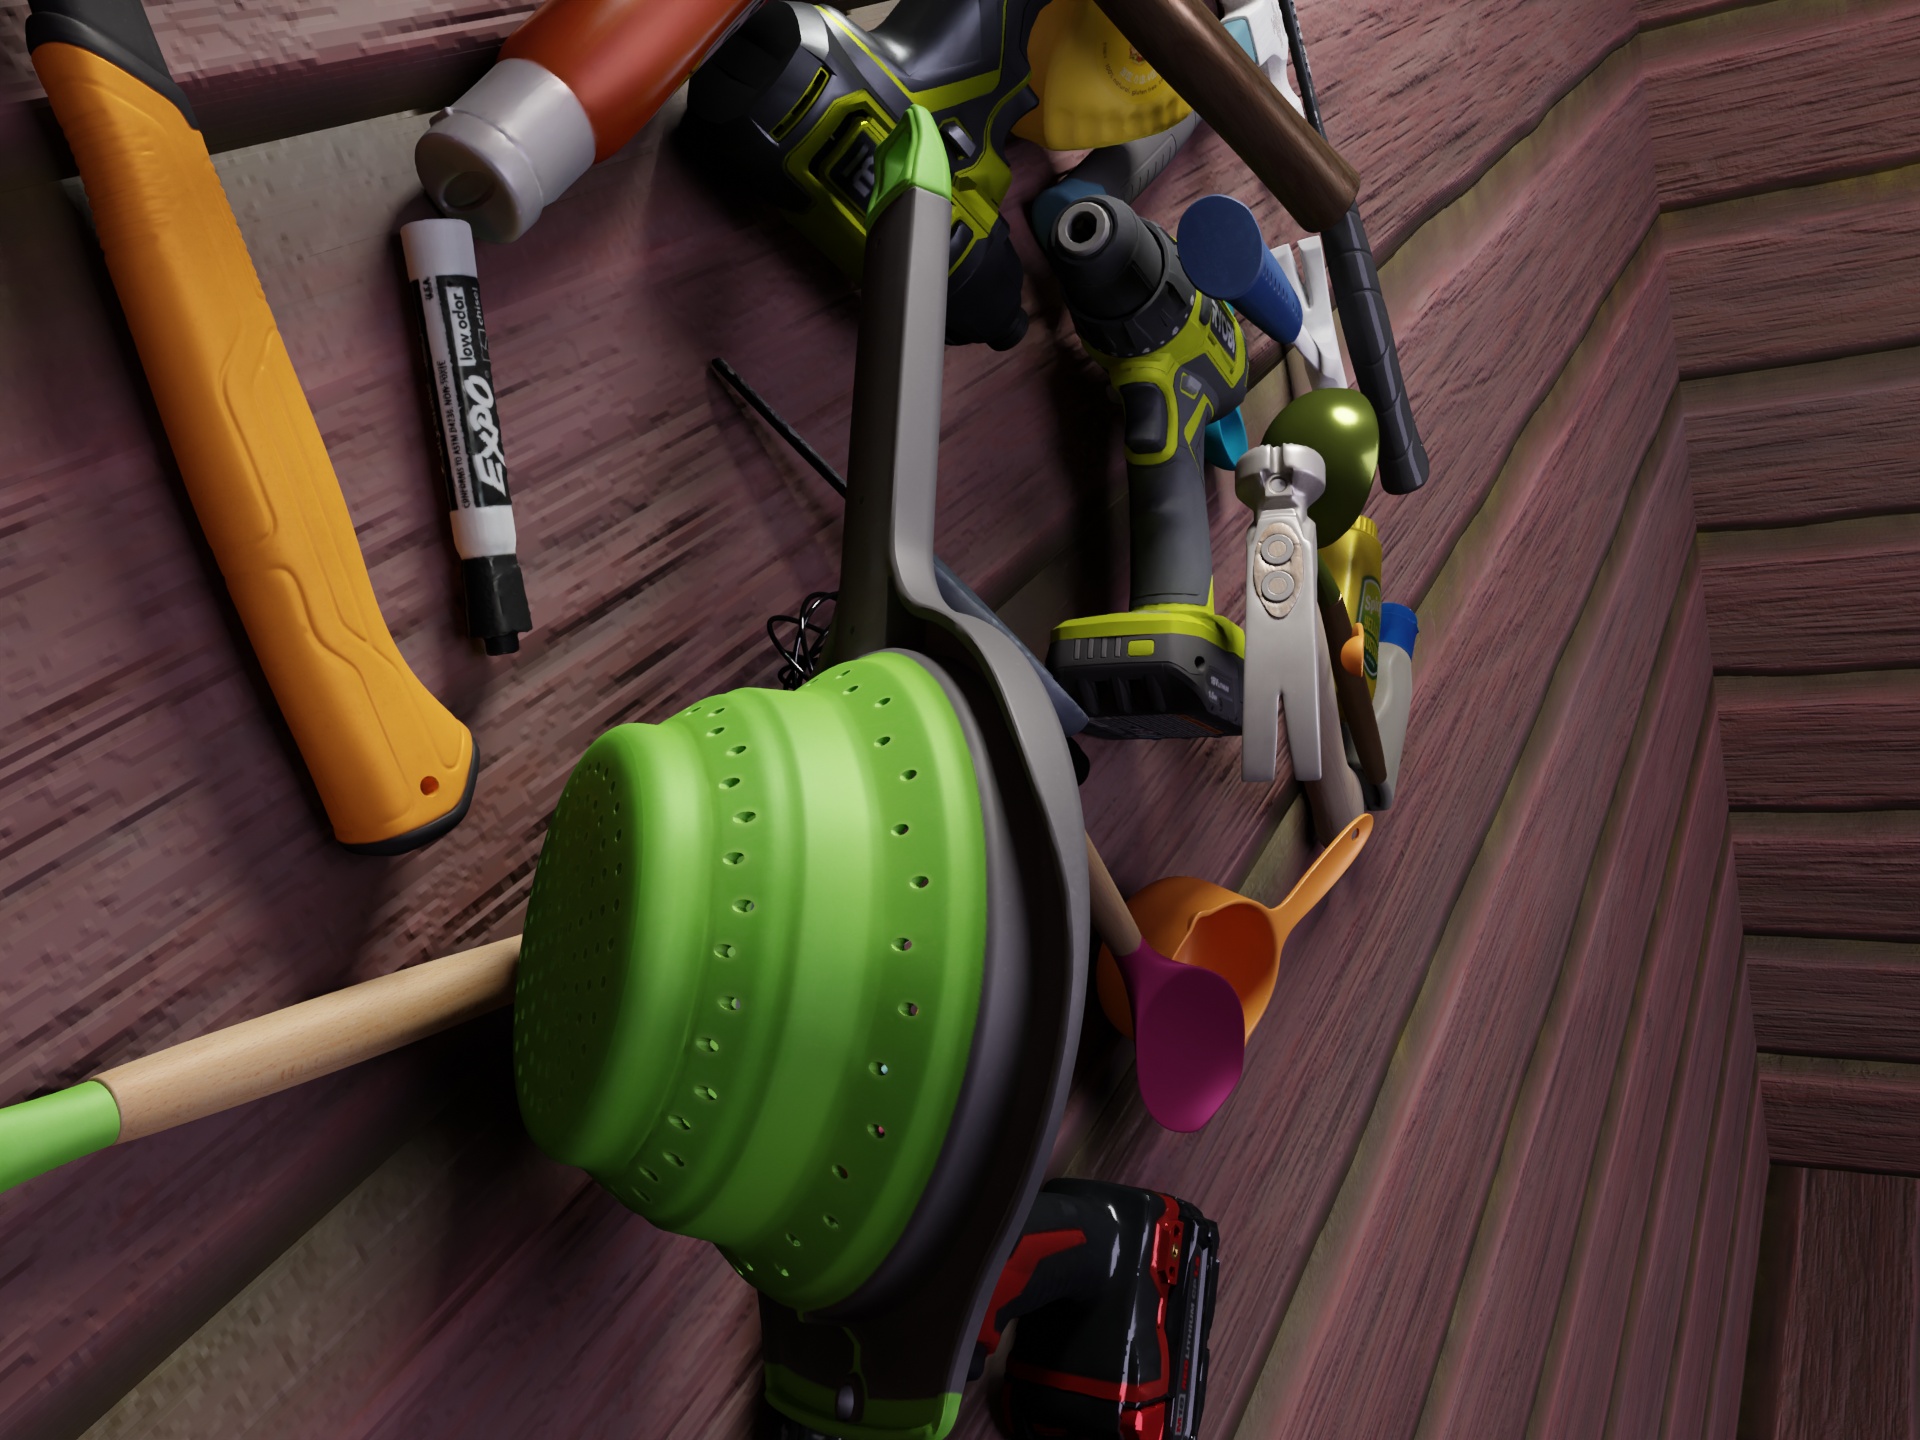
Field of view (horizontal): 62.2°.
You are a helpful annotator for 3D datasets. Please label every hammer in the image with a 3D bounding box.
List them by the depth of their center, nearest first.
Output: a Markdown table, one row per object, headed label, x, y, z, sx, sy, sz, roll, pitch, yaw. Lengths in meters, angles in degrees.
| label | x | y | z | sx | sy | sz | roll | pitch | yaw |
| --- | --- | --- | --- | --- | --- | --- | --- | --- | --- |
| hammer | -0.189 | -0.119 | 0.361 | 0.127 | 0.034 | 0.336 | -40 | 121 | -52 |
| hammer | 0.071 | -0.307 | 0.657 | 0.331 | 0.031 | 0.130 | 27 | 109 | -41 |
| hammer | 0.167 | -0.212 | 0.824 | 0.405 | 0.035 | 0.144 | -14 | 90 | -71 |
| hammer | 0.186 | 0.015 | 0.834 | 0.410 | 0.038 | 0.146 | 48 | 42 | -65 |
| hammer | 0.116 | -0.324 | 0.850 | 0.331 | 0.033 | 0.128 | -55 | 133 | -43 |
| hammer | 0.200 | -0.318 | 0.879 | 0.149 | 0.036 | 0.408 | -60 | 133 | -59 |

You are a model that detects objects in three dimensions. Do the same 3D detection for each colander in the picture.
| label | x | y | z | sx | sy | sz | roll | pitch | yaw |
| --- | --- | --- | --- | --- | --- | --- | --- | --- | --- |
| colander | -0.056 | -0.015 | 0.446 | 0.094 | 0.204 | 0.397 | 12 | 69 | -27 |

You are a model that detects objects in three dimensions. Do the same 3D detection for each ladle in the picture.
| label | x | y | z | sx | sy | sz | roll | pitch | yaw |
| --- | --- | --- | --- | --- | --- | --- | --- | --- | --- |
| ladle | 0.220 | -0.056 | 0.881 | 0.319 | 0.062 | 0.078 | 59 | 18 | -49 |

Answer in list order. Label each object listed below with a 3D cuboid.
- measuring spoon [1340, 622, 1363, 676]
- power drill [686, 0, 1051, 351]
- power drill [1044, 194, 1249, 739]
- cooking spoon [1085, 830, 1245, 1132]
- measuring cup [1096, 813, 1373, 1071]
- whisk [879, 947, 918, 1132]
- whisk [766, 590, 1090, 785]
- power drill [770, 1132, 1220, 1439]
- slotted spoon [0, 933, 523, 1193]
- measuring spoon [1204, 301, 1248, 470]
| label | x | y | z | sx | sy | sz | roll | pitch | yaw |
| --- | --- | --- | --- | --- | --- | --- | --- | --- | --- |
| measuring spoon | 0.193 | -0.036 | 0.787 | 0.117 | 0.011 | 0.021 | -30 | 121 | -75 |
| power drill | 0.027 | -0.252 | 0.581 | 0.223 | 0.080 | 0.171 | -50 | 141 | 7 |
| power drill | 0.085 | -0.112 | 0.732 | 0.190 | 0.080 | 0.228 | 17 | 72 | -66 |
| cooking spoon | 0.060 | 0.077 | 0.662 | 0.069 | 0.017 | 0.318 | -46 | 131 | -19 |
| measuring cup | 0.136 | 0.095 | 0.788 | 0.173 | 0.052 | 0.095 | -40 | 128 | -26 |
| whisk | -0.009 | 0.085 | 0.591 | 0.047 | 0.051 | 0.245 | 54 | 25 | -6 |
| whisk | -0.002 | -0.002 | 0.639 | 0.238 | 0.055 | 0.055 | 24 | 67 | -59 |
| power drill | 0.010 | 0.250 | 0.609 | 0.226 | 0.080 | 0.188 | 33 | 61 | -48 |
| slotted spoon | -0.177 | 0.086 | 0.374 | 0.313 | 0.031 | 0.070 | -15 | 100 | -59 |
| measuring spoon | 0.145 | -0.198 | 0.909 | 0.042 | 0.021 | 0.129 | 33 | 51 | -51 |
